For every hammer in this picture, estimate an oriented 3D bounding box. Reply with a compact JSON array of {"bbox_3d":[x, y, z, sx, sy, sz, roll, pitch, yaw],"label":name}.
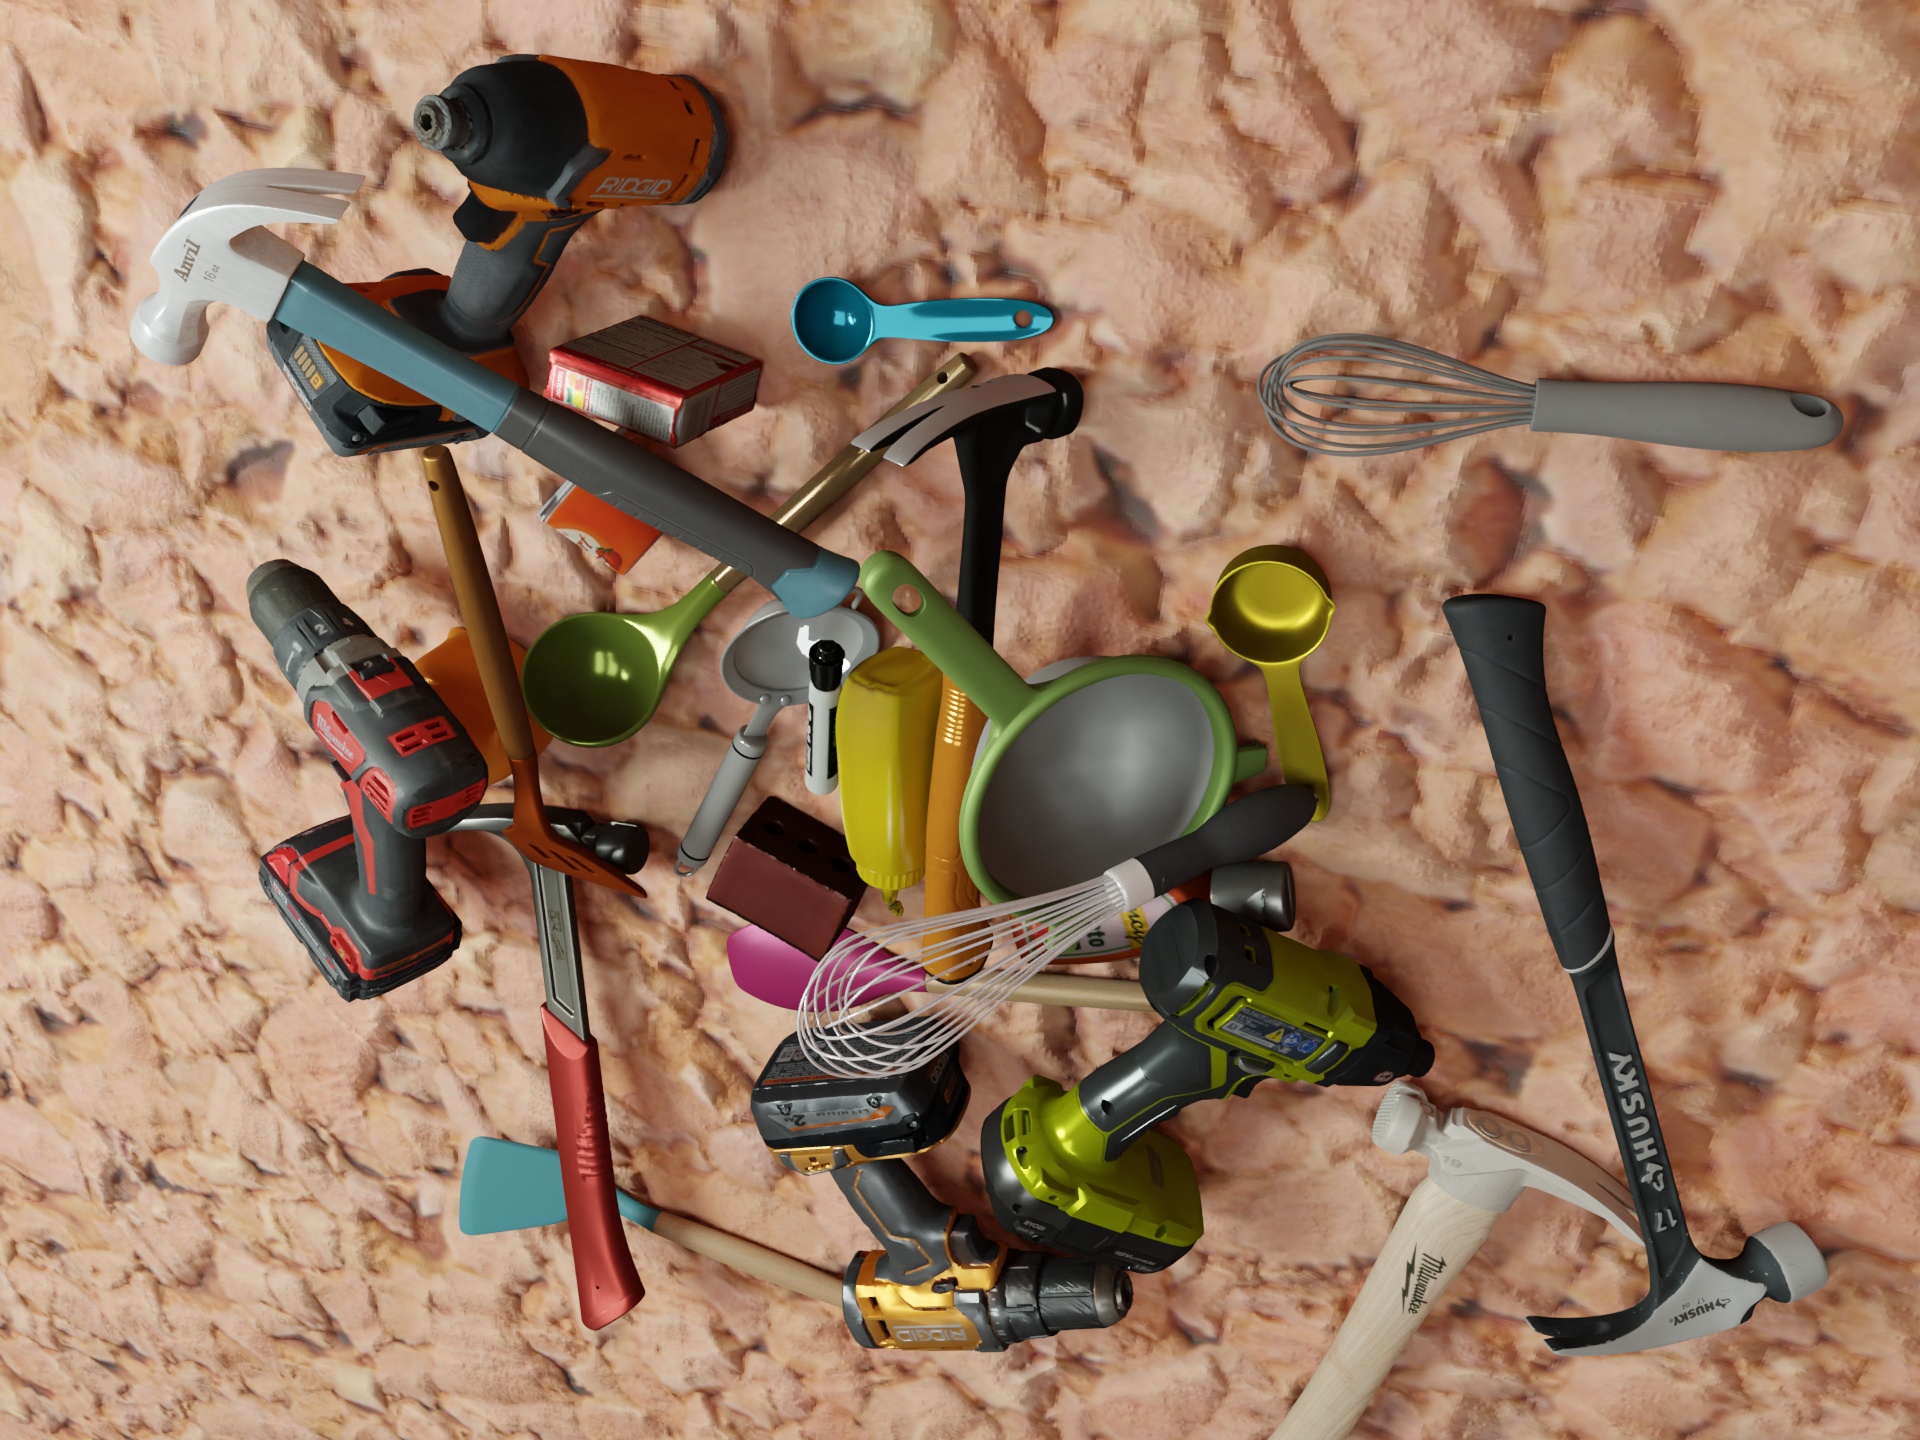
[{"bbox_3d":[-0.255,0.227,1.020,0.149,0.037,0.359,3,108,18],"label":"hammer"},{"bbox_3d":[-0.194,-0.134,0.722,0.330,0.033,0.128,28,136,-23],"label":"hammer"},{"bbox_3d":[-0.001,-0.003,0.799,0.034,0.127,0.336,27,128,35],"label":"hammer"},{"bbox_3d":[0.239,0.390,0.940,0.146,0.038,0.410,24,121,7],"label":"hammer"},{"bbox_3d":[0.303,0.128,0.769,0.149,0.036,0.408,-21,103,-3],"label":"hammer"}]

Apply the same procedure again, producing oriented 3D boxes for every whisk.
[{"bbox_3d":[0.053,0.093,0.757,0.284,0.070,0.070,-23,111,-18],"label":"whisk"},{"bbox_3d":[0.248,-0.134,0.681,0.239,0.055,0.055,6,116,13],"label":"whisk"}]

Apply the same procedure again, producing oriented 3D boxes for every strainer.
[{"bbox_3d":[0.027,-0.006,0.761,0.151,0.069,0.256,-44,127,3],"label":"strainer"},{"bbox_3d":[-0.115,0.005,0.885,0.086,0.050,0.258,5,134,-32],"label":"strainer"}]

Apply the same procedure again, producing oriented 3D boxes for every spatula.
[{"bbox_3d":[-0.187,0.356,1.077,0.317,0.044,0.082,17,109,11],"label":"spatula"},{"bbox_3d":[-0.228,-0.008,0.824,0.081,0.041,0.322,15,135,17],"label":"spatula"}]

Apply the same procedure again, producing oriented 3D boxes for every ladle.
[{"bbox_3d":[-0.115,-0.088,0.832,0.320,0.062,0.078,-37,79,27],"label":"ladle"}]

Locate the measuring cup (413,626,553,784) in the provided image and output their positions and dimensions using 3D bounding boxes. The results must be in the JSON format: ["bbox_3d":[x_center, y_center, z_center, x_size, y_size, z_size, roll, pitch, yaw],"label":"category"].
[{"bbox_3d":[-0.325,0.009,0.956,0.173,0.052,0.095,-19,106,25],"label":"measuring cup"}]

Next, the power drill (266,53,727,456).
[{"bbox_3d":[-0.230,-0.220,0.748,0.226,0.164,0.084,-36,85,32],"label":"power drill"}]

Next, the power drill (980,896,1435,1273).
[{"bbox_3d":[0.128,0.201,0.848,0.171,0.080,0.223,25,125,-22],"label":"power drill"}]

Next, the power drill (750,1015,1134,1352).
[{"bbox_3d":[-0.009,0.291,0.961,0.185,0.084,0.226,-10,115,24],"label":"power drill"}]

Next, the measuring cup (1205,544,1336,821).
[{"bbox_3d":[0.163,-0.017,0.785,0.062,0.029,0.156,-6,124,21],"label":"measuring cup"}]

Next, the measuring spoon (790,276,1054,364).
[{"bbox_3d":[-0.018,-0.195,0.770,0.128,0.021,0.042,2,115,9],"label":"measuring spoon"}]

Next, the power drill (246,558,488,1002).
[{"bbox_3d":[-0.350,0.034,0.912,0.188,0.080,0.226,46,138,20],"label":"power drill"}]

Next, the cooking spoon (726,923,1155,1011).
[{"bbox_3d":[0.006,0.152,0.922,0.319,0.017,0.068,1,115,21],"label":"cooking spoon"}]
